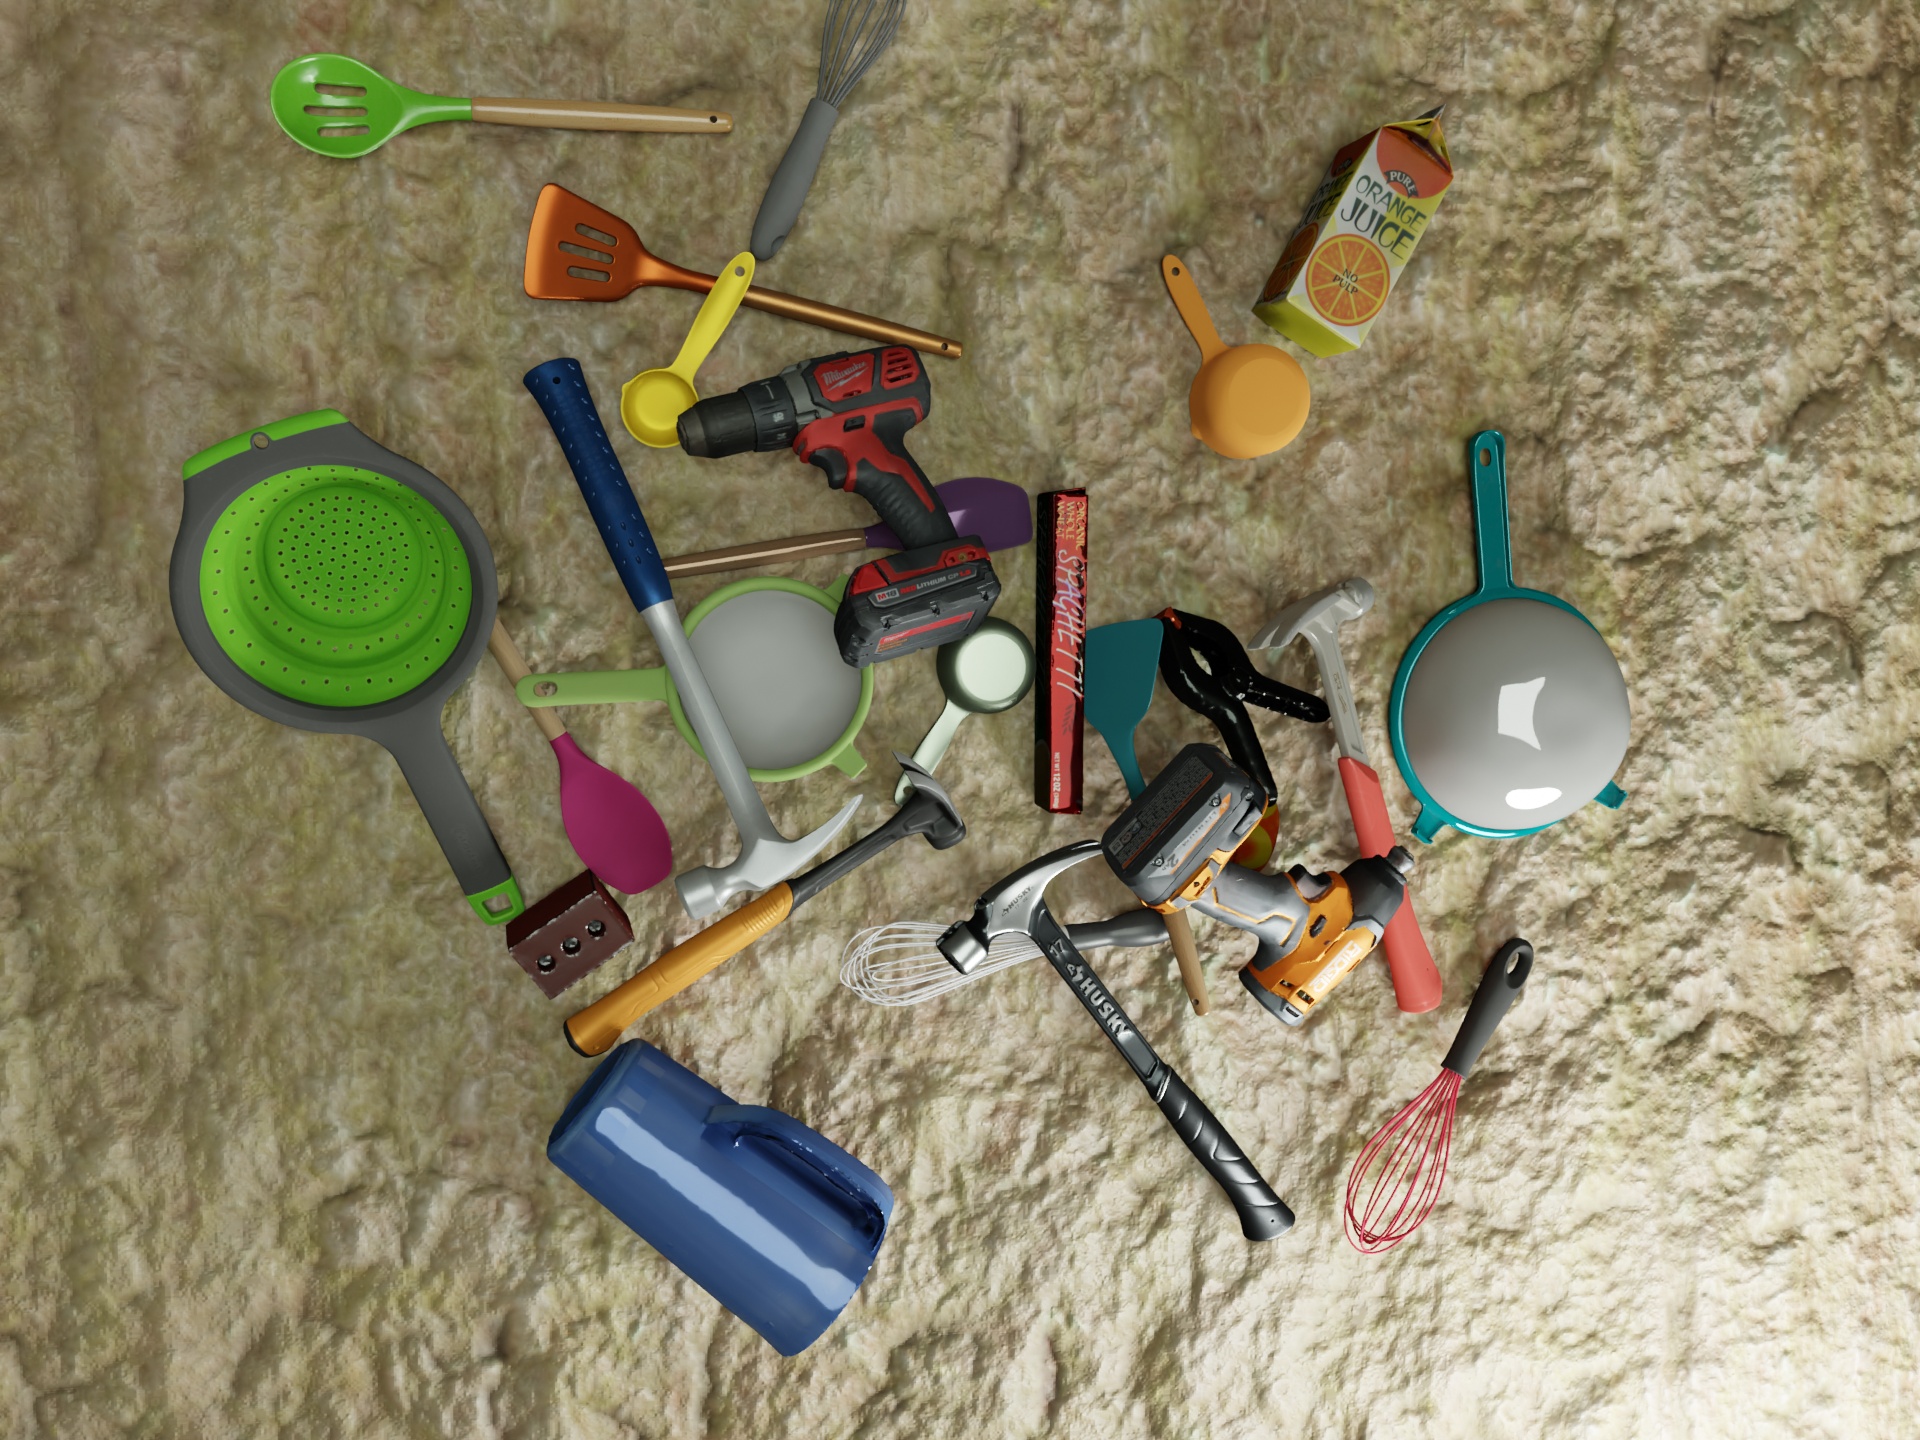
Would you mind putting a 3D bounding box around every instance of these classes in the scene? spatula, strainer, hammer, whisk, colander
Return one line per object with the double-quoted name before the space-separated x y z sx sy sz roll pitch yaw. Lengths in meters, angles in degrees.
"spatula" 0.154 0.081 1.243 0.082 0.044 0.317 -10 102 34
"strainer" -0.192 -0.024 1.173 0.256 0.069 0.151 -3 81 -4
"hammer" -0.205 -0.073 1.126 0.144 0.035 0.405 -24 84 -8
"spatula" -0.098 -0.137 1.205 0.316 0.018 0.060 -11 97 -11
"strainer" 0.456 -0.064 1.280 0.211 0.095 0.340 -9 99 -10
"hammer" 0.322 0.074 1.274 0.149 0.037 0.359 -30 108 -42
"spatula" -0.152 -0.310 1.166 0.322 0.041 0.081 12 100 -13
"whisk" -0.100 -0.448 1.161 0.055 0.055 0.239 23 94 -12
"whisk" 0.403 0.311 1.330 0.073 0.073 0.296 33 82 -12
"colander" -0.403 -0.032 1.131 0.204 0.095 0.396 -22 117 -8
"hammer" 0.151 0.269 1.257 0.149 0.036 0.408 -42 110 -12
"whisk" 0.045 0.177 1.246 0.284 0.070 0.070 -7 97 -15
"hammer" -0.153 0.145 1.187 0.337 0.127 0.034 -34 60 -1

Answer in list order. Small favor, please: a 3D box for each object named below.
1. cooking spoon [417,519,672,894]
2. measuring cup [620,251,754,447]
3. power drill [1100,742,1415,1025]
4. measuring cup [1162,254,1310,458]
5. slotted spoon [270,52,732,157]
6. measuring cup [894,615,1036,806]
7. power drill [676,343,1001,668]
"cooking spoon" -0.311 -0.011 1.176 0.069 0.017 0.318 -29 101 4
"measuring cup" -0.193 -0.271 1.154 0.062 0.029 0.156 29 100 -19
"power drill" 0.234 0.115 1.197 0.226 0.084 0.164 39 98 -27
"measuring cup" 0.207 -0.285 1.231 0.095 0.052 0.173 -32 103 -6
"slotted spoon" -0.320 -0.430 1.129 0.313 0.031 0.070 -2 96 -13
"measuring cup" -0.002 -0.004 1.225 0.083 0.038 0.167 32 87 -12
"power drill" -0.086 -0.157 1.140 0.188 0.080 0.227 -17 75 -17
